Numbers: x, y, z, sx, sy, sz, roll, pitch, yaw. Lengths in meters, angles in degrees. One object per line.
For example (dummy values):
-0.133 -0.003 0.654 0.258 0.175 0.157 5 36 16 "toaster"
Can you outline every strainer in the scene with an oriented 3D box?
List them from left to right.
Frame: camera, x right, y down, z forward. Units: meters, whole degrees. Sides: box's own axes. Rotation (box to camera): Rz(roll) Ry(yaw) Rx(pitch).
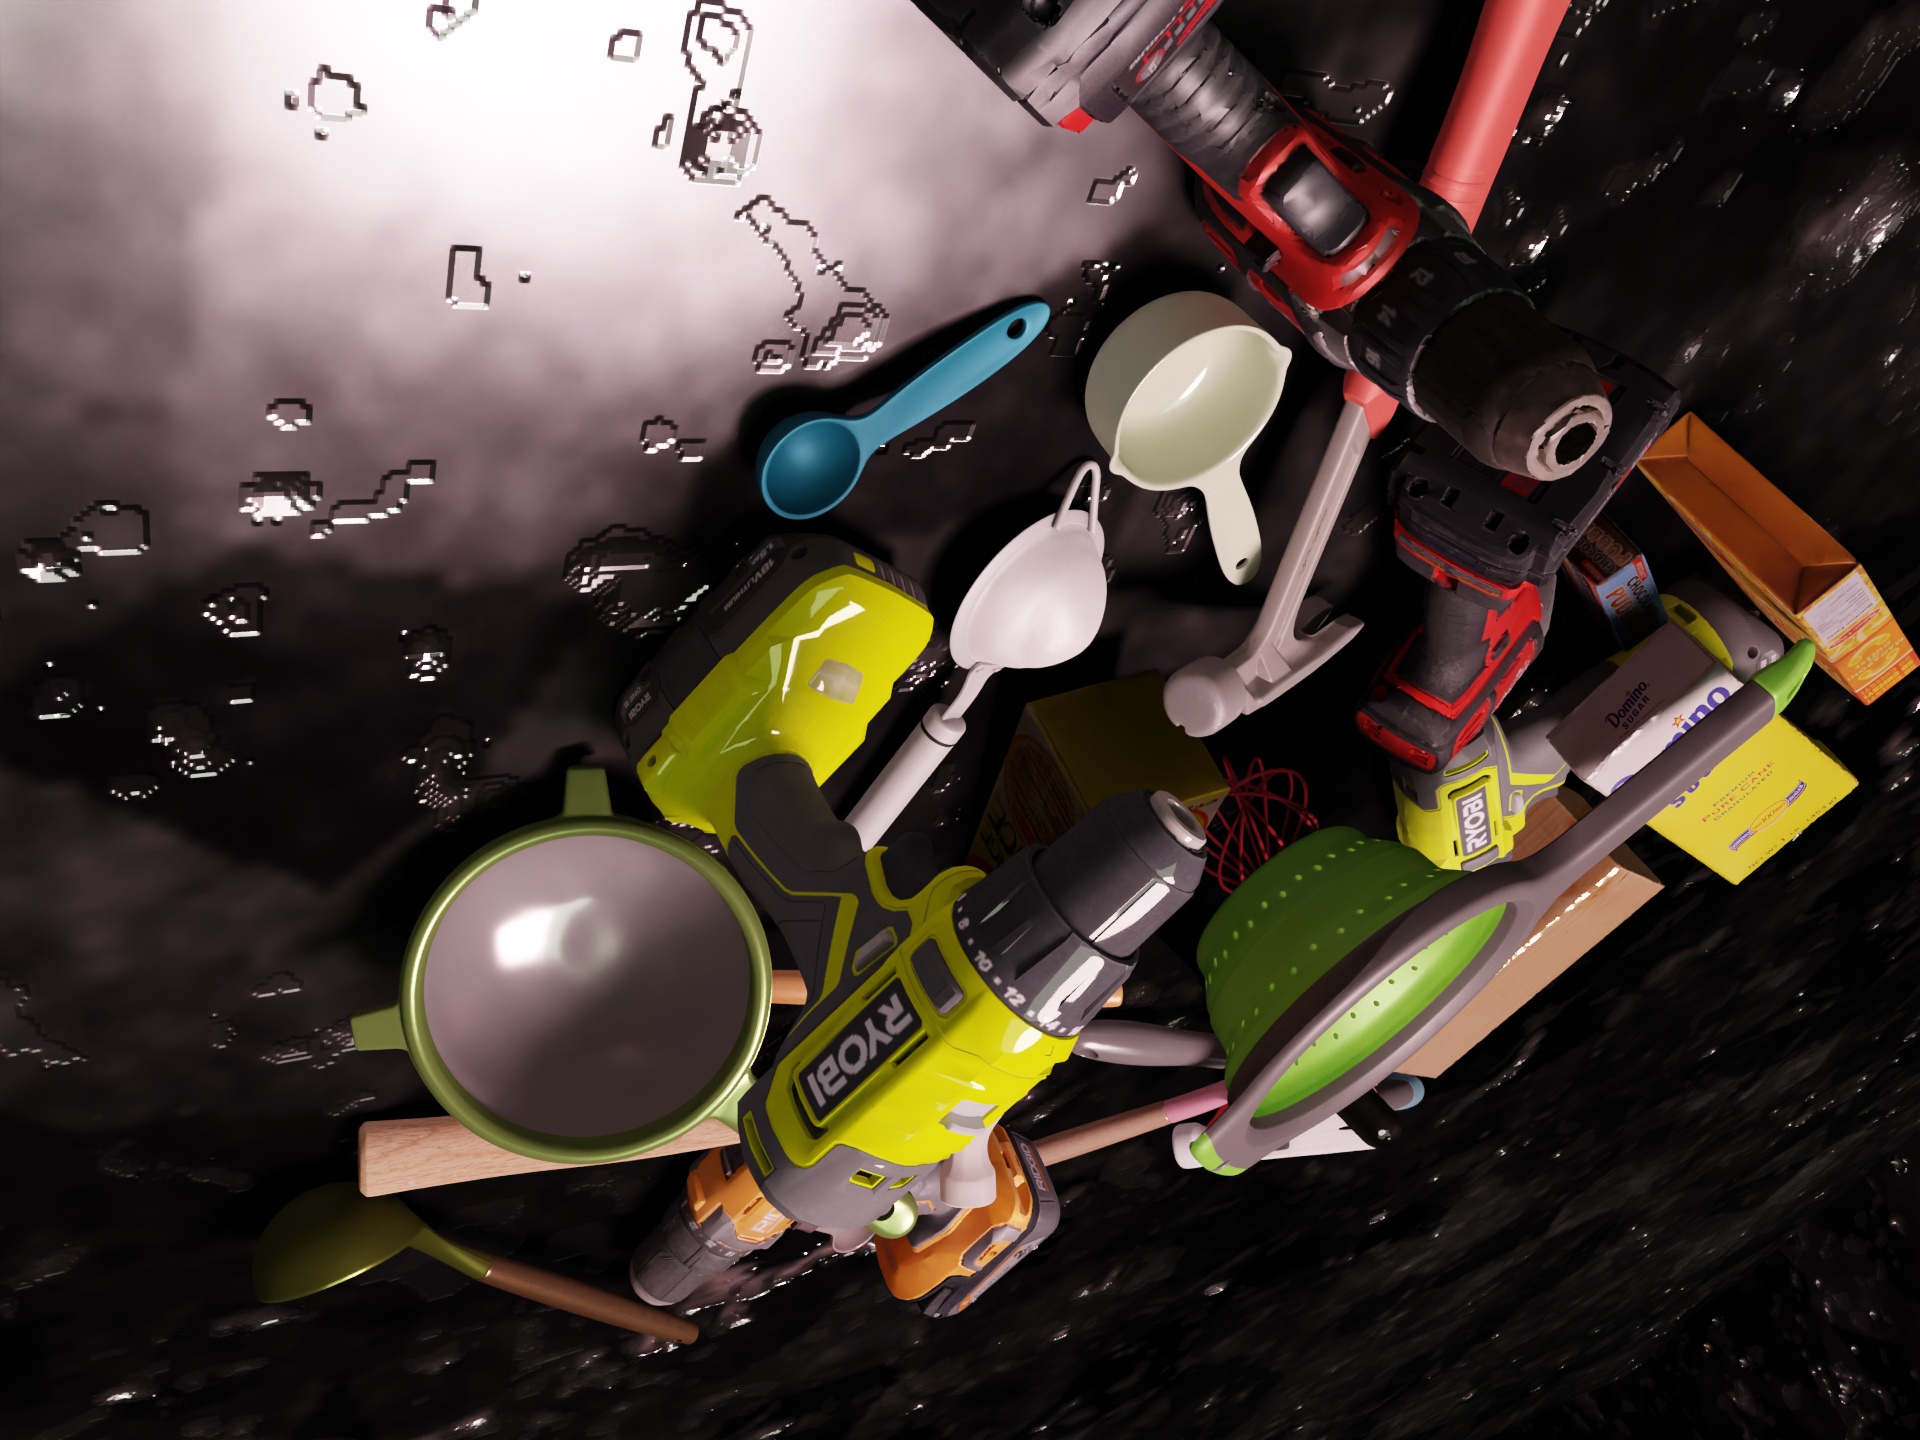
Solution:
-0.120 0.141 0.699 0.256 0.069 0.151 41 90 -16 "strainer"
-0.001 -0.002 0.712 0.087 0.050 0.258 -7 142 -51 "strainer"

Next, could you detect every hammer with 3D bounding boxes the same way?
-0.134 0.203 0.820 0.331 0.031 0.130 -1 93 -22 "hammer"
0.281 0.292 1.187 0.128 0.033 0.330 -14 167 29 "hammer"
0.179 -0.158 0.639 0.149 0.037 0.358 -31 146 -45 "hammer"

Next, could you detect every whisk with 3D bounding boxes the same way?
0.174 0.219 1.052 0.238 0.055 0.055 10 128 -24 "whisk"
0.179 0.093 0.934 0.073 0.073 0.295 -31 150 0 "whisk"

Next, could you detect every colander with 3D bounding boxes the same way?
0.252 0.069 0.813 0.397 0.095 0.204 -40 151 1 "colander"

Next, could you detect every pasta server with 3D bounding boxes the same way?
0.113 0.271 1.039 0.316 0.040 0.060 -22 180 15 "pasta server"

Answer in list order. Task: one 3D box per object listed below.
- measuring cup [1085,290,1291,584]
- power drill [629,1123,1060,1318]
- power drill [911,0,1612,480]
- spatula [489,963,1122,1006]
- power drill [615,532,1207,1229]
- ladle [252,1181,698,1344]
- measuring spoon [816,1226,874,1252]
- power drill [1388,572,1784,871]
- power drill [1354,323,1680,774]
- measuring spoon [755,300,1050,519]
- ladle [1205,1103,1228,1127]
0.098 -0.111 0.659 0.083 0.038 0.167 -33 148 1 "measuring cup"
-0.073 0.304 0.969 0.226 0.084 0.185 27 115 -39 "power drill"
0.091 -0.167 0.467 0.080 0.188 0.226 -46 137 17 "power drill"
-0.079 0.137 0.767 0.322 0.041 0.081 2 136 -7 "spatula"
-0.027 0.039 0.578 0.190 0.229 0.080 -45 141 18 "power drill"
-0.244 0.315 0.864 0.078 0.062 0.319 -17 143 24 "ladle"
-0.096 0.317 1.034 0.034 0.018 0.124 -44 135 3 "measuring spoon"
0.366 0.021 0.949 0.223 0.080 0.171 -26 133 -2 "power drill"
0.253 -0.076 0.748 0.143 0.079 0.219 -48 157 -17 "power drill"
-0.023 -0.121 0.583 0.128 0.021 0.042 -36 143 -9 "measuring spoon"
0.197 0.236 1.133 0.069 0.031 0.315 -25 141 -11 "ladle"
